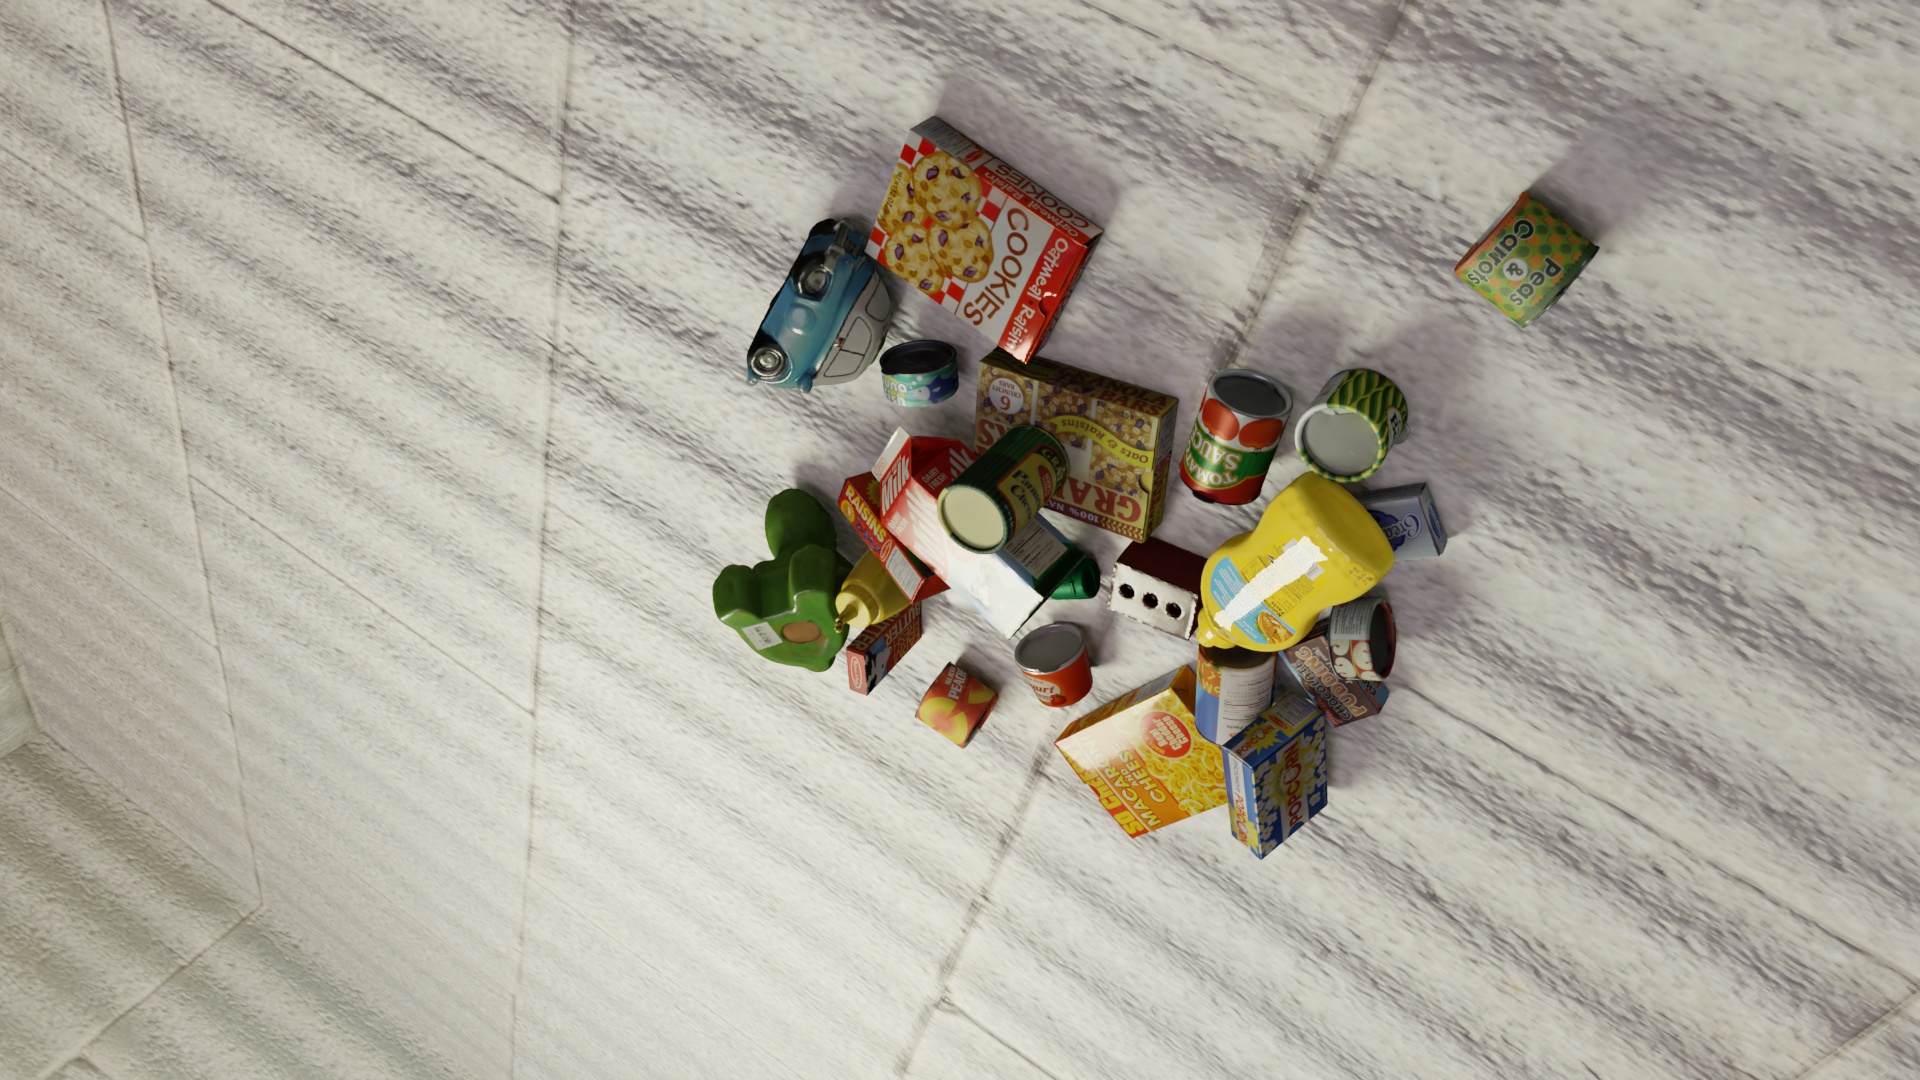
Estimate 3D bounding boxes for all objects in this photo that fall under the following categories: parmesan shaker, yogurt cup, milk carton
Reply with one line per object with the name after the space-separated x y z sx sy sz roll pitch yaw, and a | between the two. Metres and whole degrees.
0.035 -0.039 1.123 0.071 0.103 0.071 19 130 24 | parmesan shaker
0.089 0.117 1.280 0.072 0.073 0.053 2 129 34 | yogurt cup
0.004 -0.015 1.185 0.190 0.074 0.072 43 137 6 | milk carton

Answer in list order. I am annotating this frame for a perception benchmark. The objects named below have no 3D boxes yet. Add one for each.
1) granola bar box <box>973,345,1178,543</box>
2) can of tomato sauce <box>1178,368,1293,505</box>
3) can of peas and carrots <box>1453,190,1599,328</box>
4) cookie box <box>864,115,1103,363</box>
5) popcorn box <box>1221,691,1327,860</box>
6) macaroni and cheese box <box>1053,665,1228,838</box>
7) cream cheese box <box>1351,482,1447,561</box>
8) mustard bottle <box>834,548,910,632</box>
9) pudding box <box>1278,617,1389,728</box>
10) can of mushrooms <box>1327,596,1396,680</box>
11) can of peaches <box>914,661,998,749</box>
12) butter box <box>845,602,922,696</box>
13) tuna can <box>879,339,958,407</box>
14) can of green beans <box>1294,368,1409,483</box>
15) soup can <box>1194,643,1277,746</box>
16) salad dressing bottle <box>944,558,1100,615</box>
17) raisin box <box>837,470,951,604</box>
0.091 -0.080 1.157 0.166 0.039 0.123 20 130 23 | granola bar box
0.207 -0.078 1.054 0.071 0.071 0.082 27 132 17 | can of tomato sauce
0.356 -0.177 0.879 0.059 0.071 0.070 41 135 5 | can of peas and carrots
0.015 -0.236 1.101 0.167 0.040 0.122 36 134 9 | cookie box
0.267 0.199 1.175 0.038 0.085 0.126 36 151 43 | popcorn box
0.182 0.199 1.286 0.123 0.040 0.165 51 134 -4 | macaroni and cheese box
0.312 -0.010 1.060 0.103 0.024 0.053 -9 115 39 | cream cheese box
-0.070 0.037 1.268 0.049 0.161 0.065 3 120 35 | mustard bottle
0.306 0.109 1.142 0.049 0.030 0.083 -29 101 45 | pudding box
0.316 0.078 1.089 0.033 0.071 0.070 -3 118 35 | can of mushrooms
-0.002 0.162 1.374 0.058 0.071 0.070 33 134 12 | can of peaches
-0.074 0.100 1.354 0.024 0.104 0.052 17 130 25 | butter box
-0.036 -0.141 1.182 0.071 0.071 0.032 13 128 28 | tuna can
0.283 -0.083 1.005 0.071 0.058 0.071 18 129 24 | can of green beans
0.233 0.122 1.181 0.071 0.072 0.083 15 126 27 | soup can
0.055 0.037 1.262 0.147 0.044 0.064 -2 112 35 | salad dressing bottle
-0.041 -0.012 1.241 0.123 0.086 0.039 52 140 23 | raisin box
